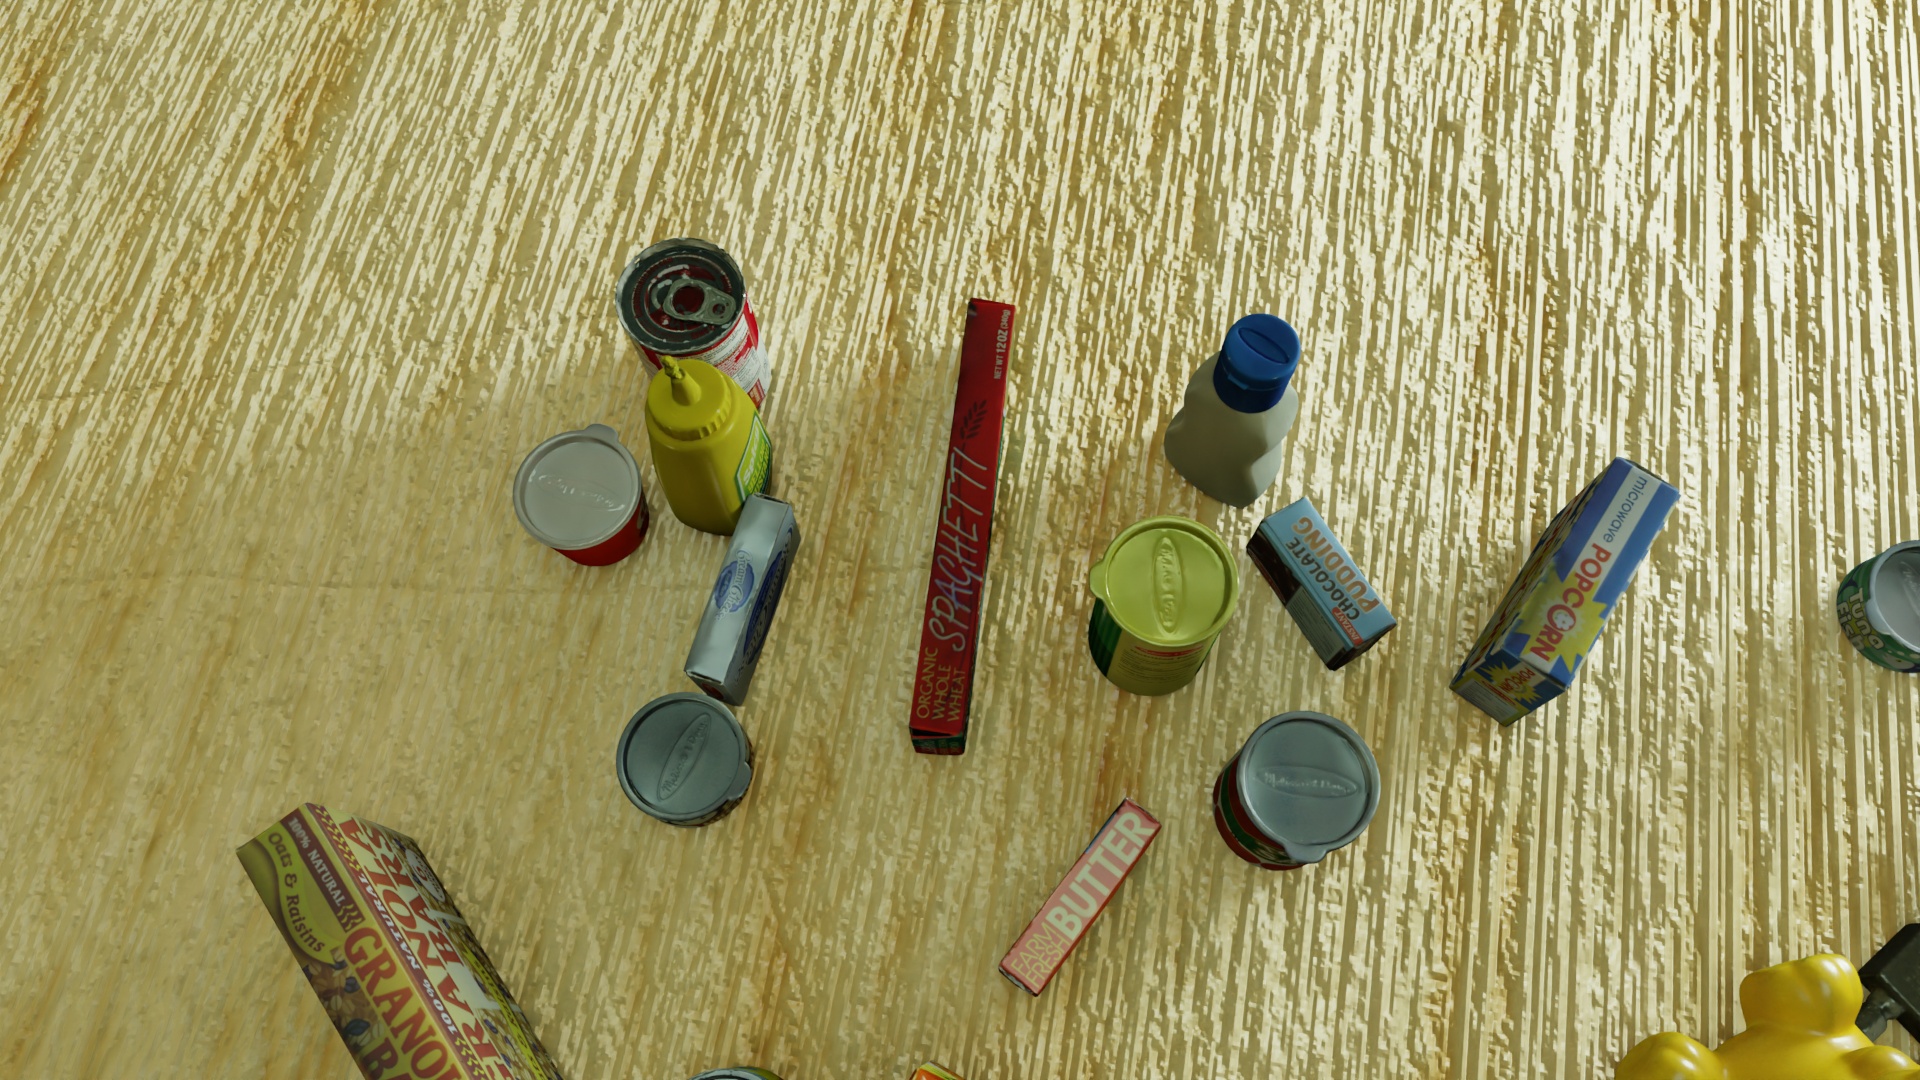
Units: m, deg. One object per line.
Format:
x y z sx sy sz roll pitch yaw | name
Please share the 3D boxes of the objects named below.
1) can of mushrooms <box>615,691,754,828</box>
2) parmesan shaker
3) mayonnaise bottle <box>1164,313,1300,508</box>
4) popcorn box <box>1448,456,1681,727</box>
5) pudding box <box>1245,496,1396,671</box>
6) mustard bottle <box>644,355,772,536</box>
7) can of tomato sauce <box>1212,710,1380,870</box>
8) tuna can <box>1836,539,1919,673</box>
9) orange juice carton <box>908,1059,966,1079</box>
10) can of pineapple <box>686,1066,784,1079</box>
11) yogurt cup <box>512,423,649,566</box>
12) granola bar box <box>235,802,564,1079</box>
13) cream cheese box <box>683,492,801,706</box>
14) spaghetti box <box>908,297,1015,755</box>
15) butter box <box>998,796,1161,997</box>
-0.139 0.115 0.718 0.071 0.033 0.071 0 70 1 | can of mushrooms
0.097 0.035 0.706 0.071 0.102 0.071 0 70 1 | parmesan shaker
0.144 -0.067 0.719 0.065 0.147 0.041 37 75 13 | mayonnaise bottle
0.310 0.027 0.715 0.038 0.085 0.127 34 74 12 | popcorn box
0.190 0.023 0.737 0.030 0.049 0.084 -30 72 -9 | pudding box
-0.131 -0.052 0.711 0.049 0.159 0.065 11 71 5 | mustard bottle
0.163 0.127 0.683 0.071 0.083 0.071 0 70 1 | can of tomato sauce
0.504 0.036 0.737 0.071 0.032 0.071 0 70 1 | tuna can
-0.003 0.268 0.576 0.072 0.192 0.073 28 73 10 | orange juice carton
-0.104 0.280 0.645 0.071 0.057 0.071 0 70 1 | can of pineapple
-0.203 -0.019 0.757 0.072 0.053 0.072 0 70 1 | yogurt cup
-0.250 0.204 0.639 0.039 0.124 0.166 -36 74 -11 | granola bar box
-0.114 0.032 0.737 0.024 0.053 0.104 15 71 6 | cream cheese box
0.003 -0.009 0.752 0.029 0.050 0.251 6 70 3 | spaghetti box
0.058 0.176 0.682 0.024 0.053 0.104 37 75 13 | butter box
